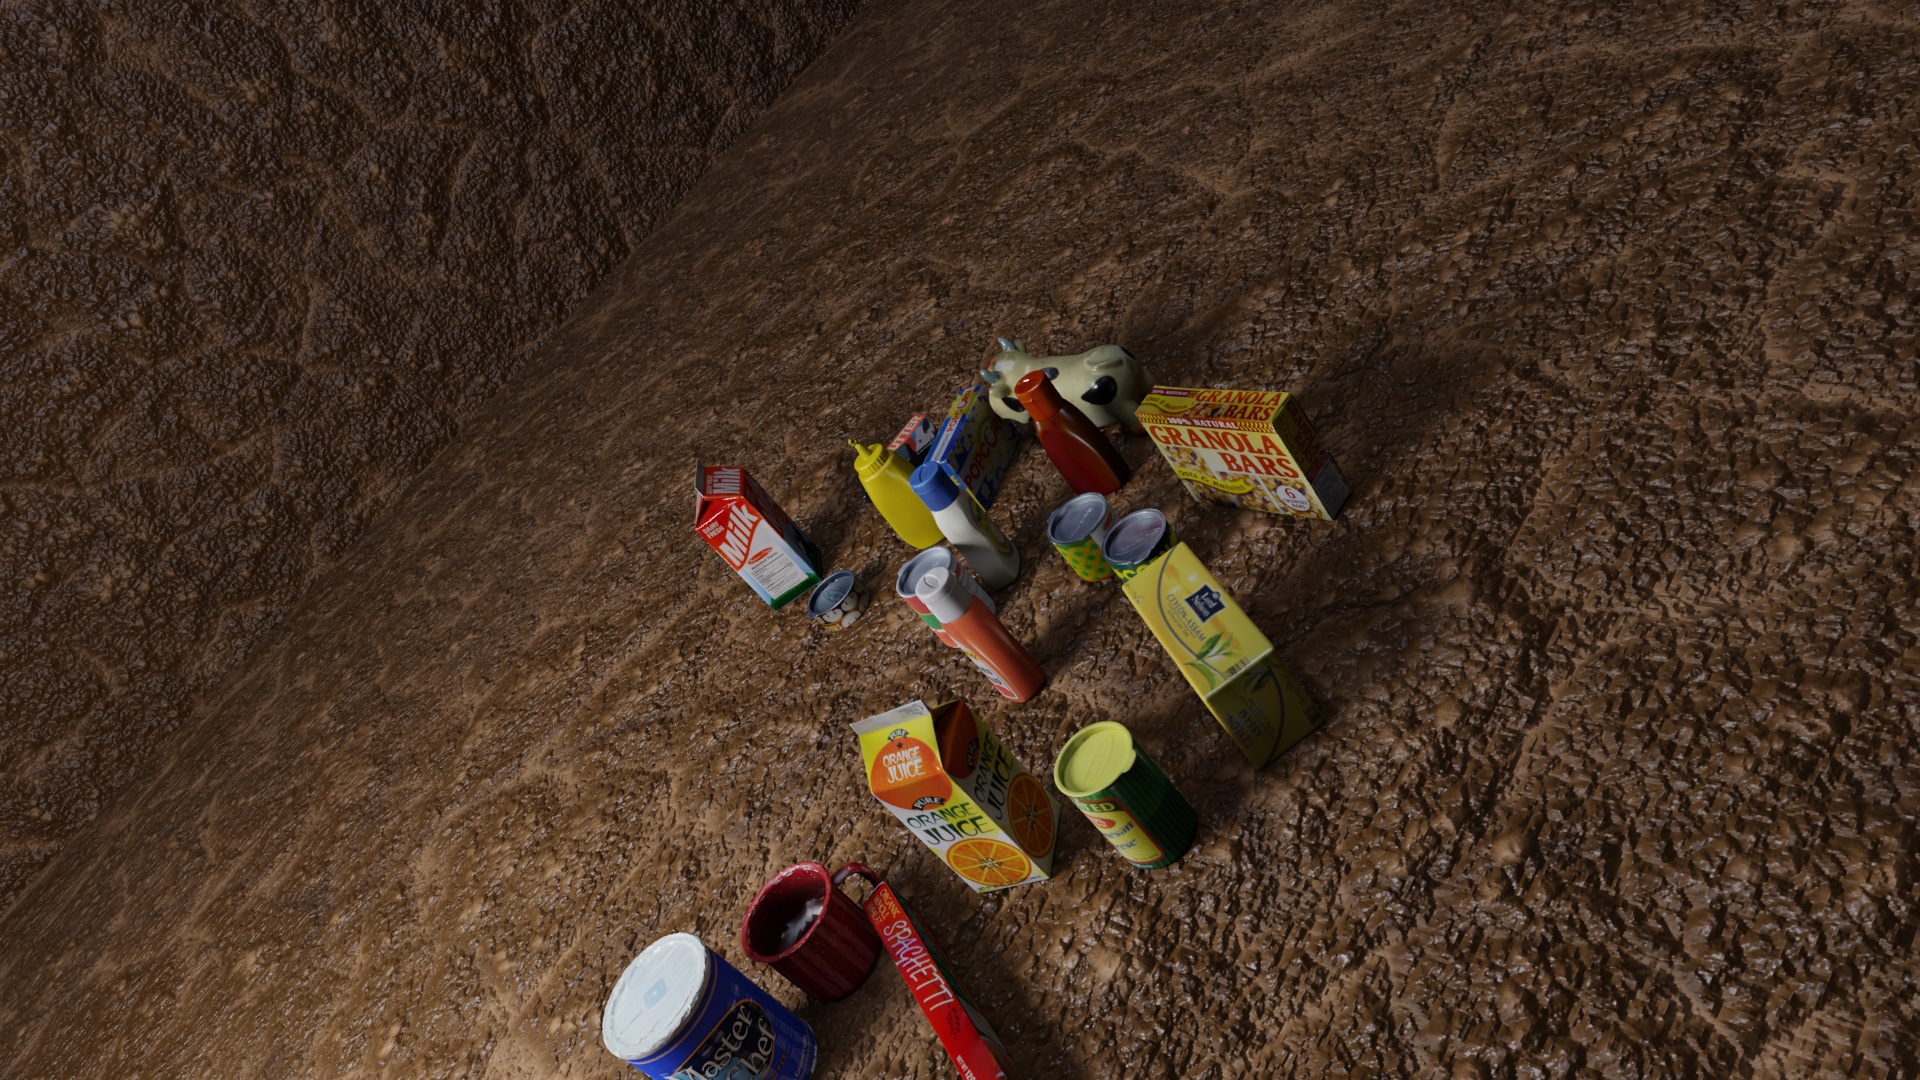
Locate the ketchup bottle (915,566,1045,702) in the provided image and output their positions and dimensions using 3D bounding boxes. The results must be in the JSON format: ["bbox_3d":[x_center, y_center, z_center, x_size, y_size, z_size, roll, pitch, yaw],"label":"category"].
[{"bbox_3d":[0.017,0.083,1.254,0.043,0.148,0.065,-46,31,-9],"label":"ketchup bottle"}]

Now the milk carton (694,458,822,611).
[{"bbox_3d":[-0.249,-0.014,1.632,0.073,0.190,0.072,-34,31,12],"label":"milk carton"}]

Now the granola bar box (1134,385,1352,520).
[{"bbox_3d":[0.250,-0.080,1.236,0.039,0.124,0.165,-52,32,-18],"label":"granola bar box"}]

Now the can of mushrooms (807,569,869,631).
[{"bbox_3d":[-0.138,0.069,1.555,0.071,0.033,0.071,-28,32,20],"label":"can of mushrooms"}]

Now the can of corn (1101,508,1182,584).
[{"bbox_3d":[0.172,0.016,1.261,0.071,0.058,0.071,-28,32,20],"label":"can of corn"}]

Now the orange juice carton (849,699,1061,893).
[{"bbox_3d":[-0.004,0.192,1.092,0.071,0.192,0.073,-21,36,30],"label":"orange juice carton"}]

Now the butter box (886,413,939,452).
[{"bbox_3d":[-0.064,-0.099,1.674,0.024,0.053,0.104,11,57,53],"label":"butter box"}]

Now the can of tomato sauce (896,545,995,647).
[{"bbox_3d":[-0.015,0.057,1.388,0.071,0.083,0.071,-28,32,20],"label":"can of tomato sauce"}]

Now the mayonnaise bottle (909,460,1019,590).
[{"bbox_3d":[0.005,-0.018,1.400,0.041,0.147,0.065,-29,32,19],"label":"mayonnaise bottle"}]

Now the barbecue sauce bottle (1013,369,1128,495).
[{"bbox_3d":[0.108,-0.107,1.403,0.064,0.148,0.044,-10,42,41],"label":"barbecue sauce bottle"}]

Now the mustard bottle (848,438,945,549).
[{"bbox_3d":[-0.071,-0.060,1.527,0.065,0.160,0.049,-31,32,16],"label":"mustard bottle"}]

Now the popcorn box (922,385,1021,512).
[{"bbox_3d":[0.014,-0.101,1.561,0.038,0.085,0.127,-12,40,39],"label":"popcorn box"}]

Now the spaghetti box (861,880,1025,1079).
[{"bbox_3d":[-0.011,0.343,1.043,0.029,0.050,0.250,-43,30,-4],"label":"spaghetti box"}]

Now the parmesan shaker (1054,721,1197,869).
[{"bbox_3d":[0.127,0.192,1.037,0.071,0.103,0.072,-28,32,20],"label":"parmesan shaker"}]

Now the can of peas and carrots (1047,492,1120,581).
[{"bbox_3d":[0.125,-0.003,1.337,0.071,0.058,0.071,-28,32,20],"label":"can of peas and carrots"}]
